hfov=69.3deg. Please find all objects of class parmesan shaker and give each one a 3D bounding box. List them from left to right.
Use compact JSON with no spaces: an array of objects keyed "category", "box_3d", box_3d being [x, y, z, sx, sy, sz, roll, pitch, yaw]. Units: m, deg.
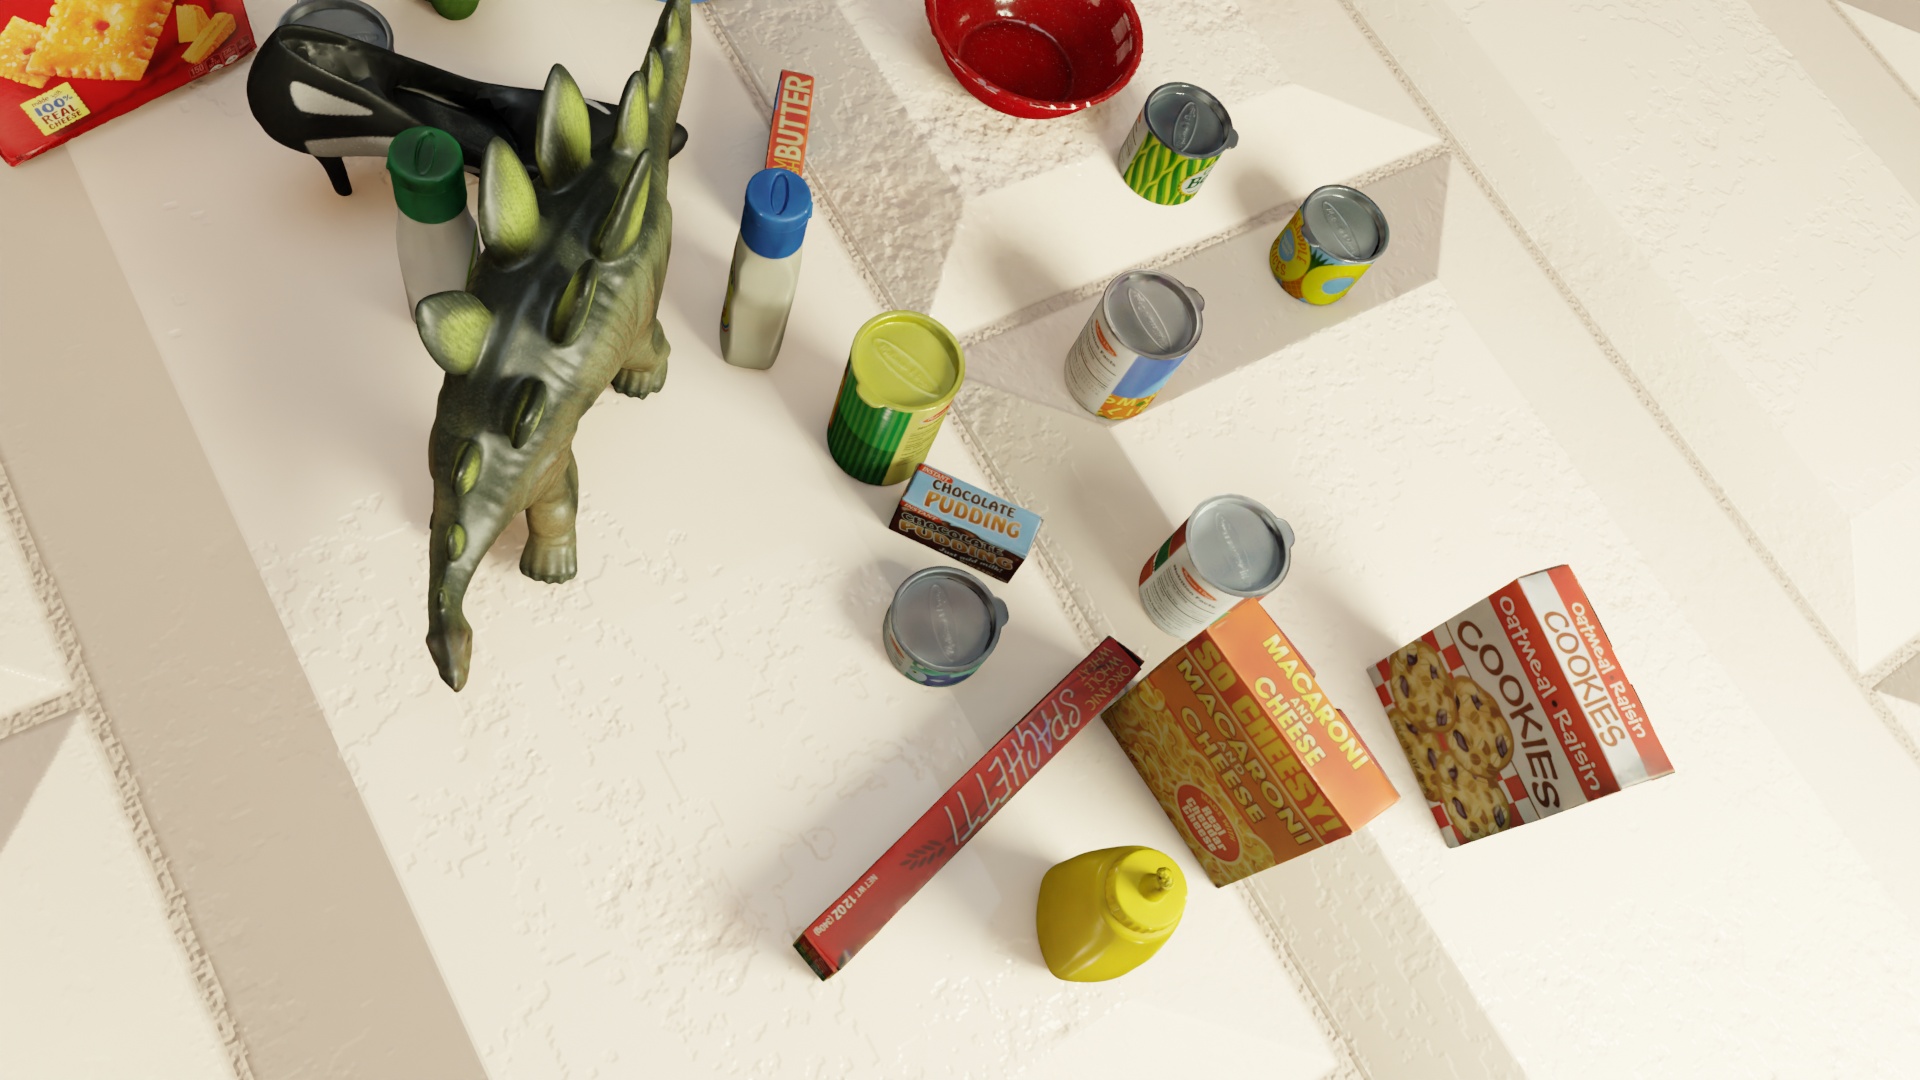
[{"category":"parmesan shaker","box_3d":[-0.043,-0.081,0.829,0.071,0.102,0.071,6,66,-12]}]

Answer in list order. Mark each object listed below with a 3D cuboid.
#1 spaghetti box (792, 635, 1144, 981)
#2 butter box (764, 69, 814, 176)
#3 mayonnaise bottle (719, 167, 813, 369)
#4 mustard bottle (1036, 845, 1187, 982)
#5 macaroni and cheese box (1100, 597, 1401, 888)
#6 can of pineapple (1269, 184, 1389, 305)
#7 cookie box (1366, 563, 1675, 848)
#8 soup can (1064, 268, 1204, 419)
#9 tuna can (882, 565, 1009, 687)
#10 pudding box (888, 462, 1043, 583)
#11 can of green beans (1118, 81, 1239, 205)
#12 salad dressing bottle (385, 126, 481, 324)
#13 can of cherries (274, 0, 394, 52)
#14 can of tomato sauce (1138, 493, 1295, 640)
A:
[{"category":"spaghetti box","box_3d":[0.008,0.144,0.773,0.029,0.050,0.251,46,64,7]},{"category":"butter box","box_3d":[-0.116,-0.251,0.912,0.024,0.053,0.104,9,65,-11]},{"category":"mayonnaise bottle","box_3d":[-0.116,-0.161,0.820,0.041,0.147,0.065,7,66,-12]},{"category":"mustard bottle","box_3d":[0.081,0.188,0.712,0.049,0.159,0.065,0,67,-14]},{"category":"macaroni and cheese box","box_3d":[0.151,0.115,0.758,0.040,0.165,0.124,-29,77,-24]},{"category":"can of pineapple","box_3d":[0.260,-0.210,0.991,0.071,0.057,0.071,6,66,-12]},{"category":"cookie box","box_3d":[0.318,0.101,0.808,0.040,0.166,0.123,-14,71,-20]},{"category":"soup can","box_3d":[0.113,-0.126,0.900,0.071,0.083,0.071,6,66,-12]},{"category":"tuna can","box_3d":[-0.009,0.051,0.819,0.071,0.032,0.071,6,66,-12]},{"category":"pudding box","box_3d":[0.003,-0.011,0.840,0.084,0.049,0.030,25,63,-3]},{"category":"can of green beans","box_3d":[0.153,-0.283,0.994,0.071,0.057,0.071,6,66,-12]},{"category":"salad dressing bottle","box_3d":[-0.292,-0.170,0.778,0.044,0.147,0.064,5,66,-13]},{"category":"can of cherries","box_3d":[-0.382,-0.293,0.857,0.071,0.058,0.072,6,66,-12]},{"category":"can of tomato sauce","box_3d":[0.155,0.017,0.849,0.071,0.082,0.071,6,66,-12]}]
